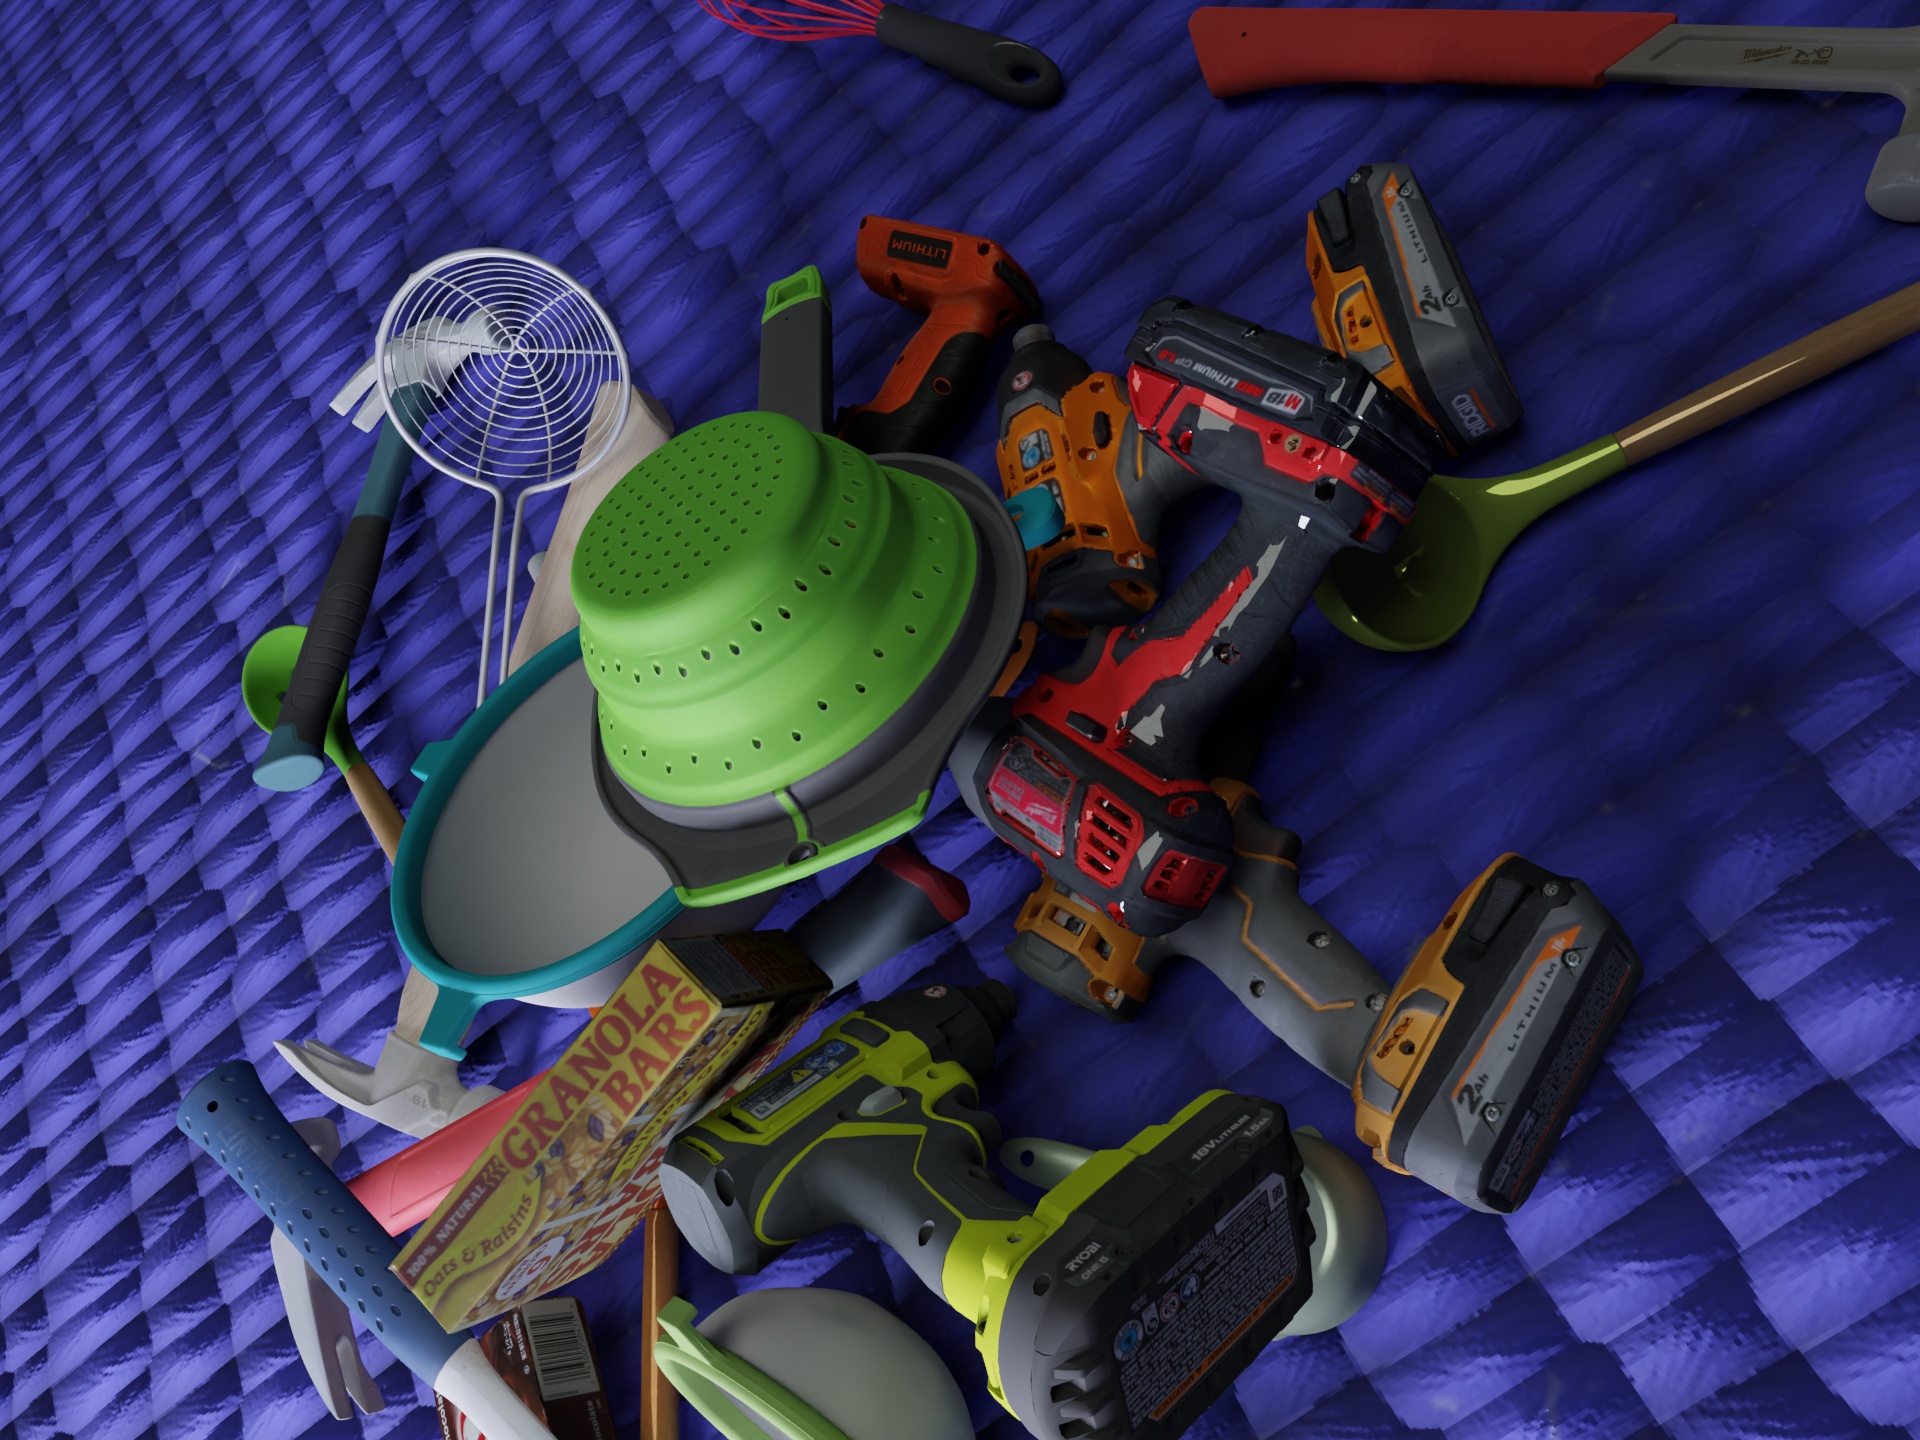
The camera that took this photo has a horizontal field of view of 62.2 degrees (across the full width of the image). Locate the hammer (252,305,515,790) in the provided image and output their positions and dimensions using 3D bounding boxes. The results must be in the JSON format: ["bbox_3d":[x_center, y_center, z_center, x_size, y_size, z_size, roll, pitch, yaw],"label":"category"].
[{"bbox_3d":[-0.373,-0.112,0.996,0.128,0.033,0.331,-6,62,30],"label":"hammer"}]

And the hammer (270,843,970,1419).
[{"bbox_3d":[-0.159,0.180,0.735,0.386,0.038,0.143,-30,67,12],"label":"hammer"}]

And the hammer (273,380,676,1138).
[{"bbox_3d":[-0.247,0.014,0.855,0.146,0.038,0.411,15,86,25],"label":"hammer"}]

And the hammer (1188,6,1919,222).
[{"bbox_3d":[0.270,-0.311,0.718,0.359,0.036,0.149,18,81,33],"label":"hammer"}]

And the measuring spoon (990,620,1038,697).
[{"bbox_3d":[-0.001,-0.002,0.772,0.021,0.011,0.117,41,94,34],"label":"measuring spoon"}]

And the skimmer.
[{"bbox_3d":[-0.237,-0.047,0.794,0.127,0.090,0.363,3,81,-7],"label":"skimmer"}]

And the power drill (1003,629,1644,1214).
[{"bbox_3d":[0.143,0.063,0.626,0.226,0.084,0.185,25,84,39],"label":"power drill"}]

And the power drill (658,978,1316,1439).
[{"bbox_3d":[0.014,0.168,0.601,0.171,0.080,0.223,-29,27,-35],"label":"power drill"}]

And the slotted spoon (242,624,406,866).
[{"bbox_3d":[-0.350,0.049,0.946,0.070,0.031,0.314,-42,58,-2],"label":"slotted spoon"}]

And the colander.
[{"bbox_3d":[-0.089,-0.111,0.682,0.204,0.094,0.398,-22,44,16],"label":"colander"}]

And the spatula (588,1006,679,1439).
[{"bbox_3d":[-0.145,0.253,0.741,0.081,0.041,0.323,-12,67,21],"label":"spatula"}]

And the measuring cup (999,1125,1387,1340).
[{"bbox_3d":[0.083,0.190,0.633,0.168,0.038,0.083,7,76,30],"label":"measuring cup"}]

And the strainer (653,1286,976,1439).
[{"bbox_3d":[0.000,0.295,0.618,0.256,0.151,0.069,29,59,16],"label":"strainer"}]

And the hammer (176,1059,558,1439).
[{"bbox_3d":[-0.215,0.290,0.685,0.406,0.035,0.144,34,83,25],"label":"hammer"}]

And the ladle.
[{"bbox_3d":[0.287,-0.119,0.625,0.320,0.062,0.078,-26,91,16],"label":"ladle"}]

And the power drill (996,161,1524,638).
[{"bbox_3d":[0.117,-0.152,0.721,0.226,0.084,0.164,-25,61,25],"label":"power drill"}]

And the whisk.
[{"bbox_3d":[-0.056,-0.415,0.937,0.296,0.073,0.073,33,90,28],"label":"whisk"}]

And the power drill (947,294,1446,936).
[{"bbox_3d":[0.077,-0.042,0.619,0.143,0.078,0.219,34,100,41],"label":"power drill"}]

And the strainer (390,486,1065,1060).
[{"bbox_3d":[-0.089,0.017,0.710,0.340,0.095,0.211,-31,42,6],"label":"strainer"}]

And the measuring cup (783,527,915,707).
[{"bbox_3d":[-0.081,-0.037,0.779,0.173,0.052,0.095,-10,104,26],"label":"measuring cup"}]
